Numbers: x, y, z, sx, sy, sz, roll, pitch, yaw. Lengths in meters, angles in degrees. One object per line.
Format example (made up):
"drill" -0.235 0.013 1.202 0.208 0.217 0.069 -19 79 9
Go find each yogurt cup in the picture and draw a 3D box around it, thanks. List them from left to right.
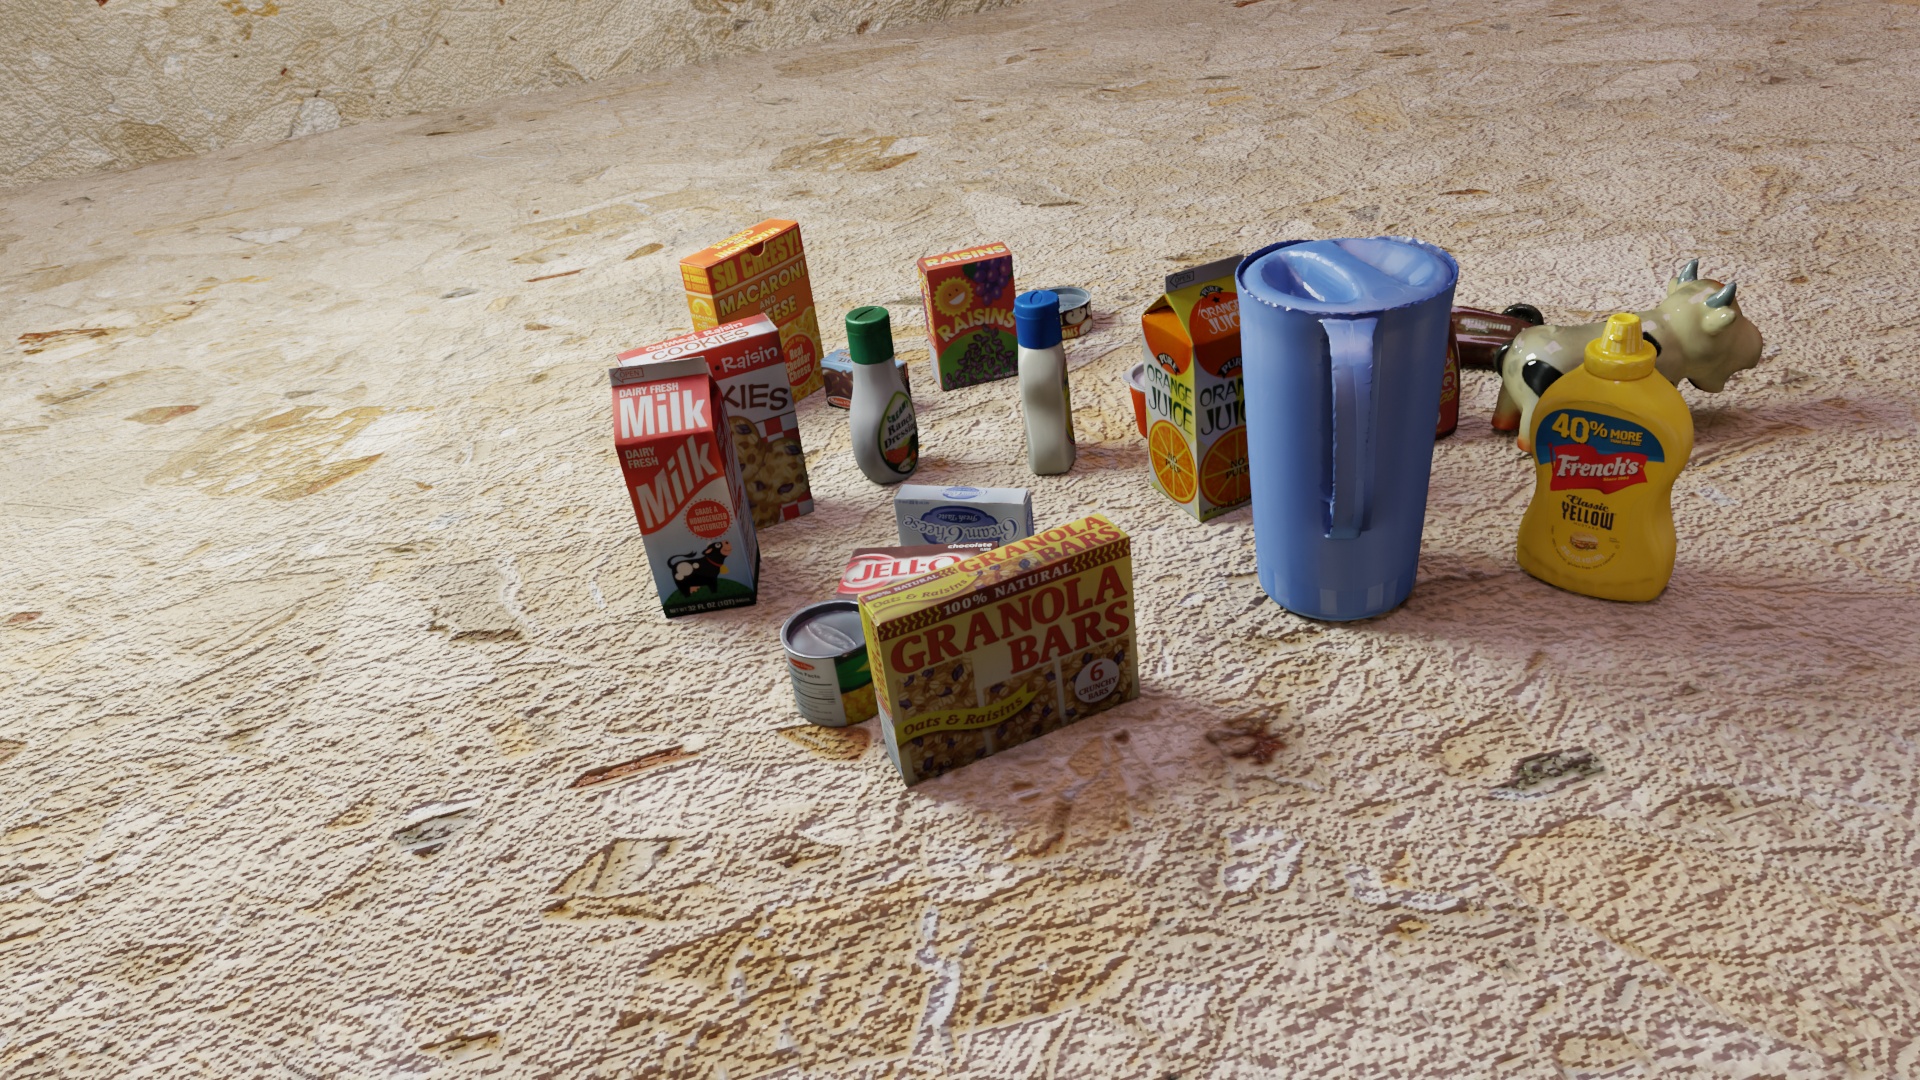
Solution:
"yogurt cup" 0.179 -0.120 1.194 0.072 0.053 0.073 -6 31 4

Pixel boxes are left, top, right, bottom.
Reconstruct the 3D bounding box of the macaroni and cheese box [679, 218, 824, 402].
"macaroni and cheese box" -0.189 -0.202 1.302 0.040 0.165 0.124 16 38 35

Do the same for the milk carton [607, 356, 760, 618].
"milk carton" -0.202 -0.044 1.022 0.072 0.189 0.074 -8 31 0

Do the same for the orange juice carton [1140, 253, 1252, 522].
"orange juice carton" 0.189 -0.120 1.057 0.072 0.191 0.073 -19 33 -18

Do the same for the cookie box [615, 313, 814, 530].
"cookie box" -0.193 -0.084 1.107 0.123 0.166 0.040 -19 33 -18

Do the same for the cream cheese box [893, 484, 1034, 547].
"cream cheese box" 0.004 -0.013 1.057 0.104 0.053 0.024 2 32 16

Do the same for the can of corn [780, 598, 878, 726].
"can of corn" -0.079 0.079 0.918 0.071 0.058 0.071 -6 31 4

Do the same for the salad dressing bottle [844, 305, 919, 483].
"salad dressing bottle" -0.068 -0.121 1.160 0.044 0.147 0.064 15 38 34

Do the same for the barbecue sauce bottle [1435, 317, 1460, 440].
"barbecue sauce bottle" 0.369 -0.152 1.112 0.065 0.147 0.044 -13 31 -8

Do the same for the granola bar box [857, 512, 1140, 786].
"granola bar box" 0.027 0.066 0.853 0.166 0.123 0.039 -19 32 -17

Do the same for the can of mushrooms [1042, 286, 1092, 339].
"can of mushrooms" 0.101 -0.230 1.413 0.071 0.033 0.071 -6 31 3

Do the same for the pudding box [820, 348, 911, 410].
"pudding box" -0.088 -0.147 1.302 0.084 0.049 0.030 14 37 32

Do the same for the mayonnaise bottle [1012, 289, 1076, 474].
"mayonnaise bottle" 0.070 -0.131 1.145 0.041 0.147 0.065 -2 31 10

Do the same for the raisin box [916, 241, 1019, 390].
"raisin box" 0.011 -0.212 1.316 0.086 0.122 0.040 -13 31 -8
